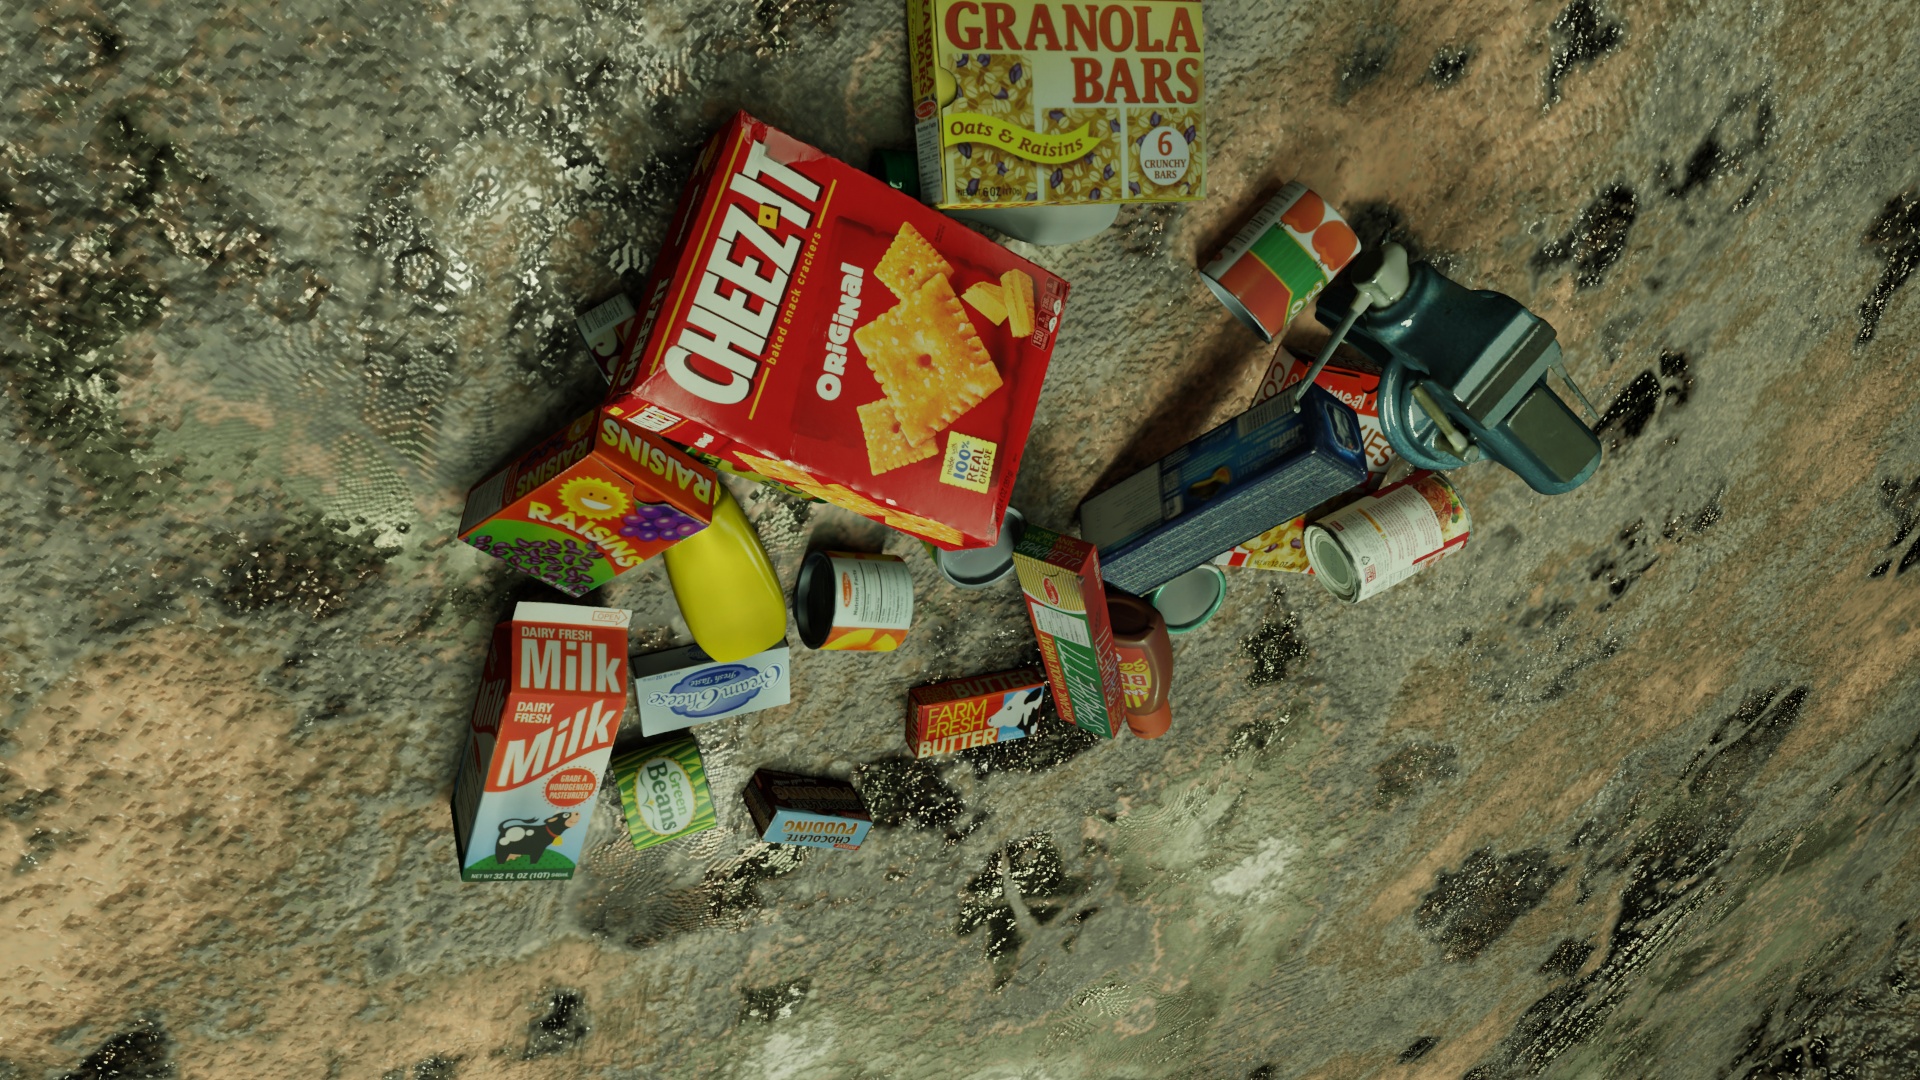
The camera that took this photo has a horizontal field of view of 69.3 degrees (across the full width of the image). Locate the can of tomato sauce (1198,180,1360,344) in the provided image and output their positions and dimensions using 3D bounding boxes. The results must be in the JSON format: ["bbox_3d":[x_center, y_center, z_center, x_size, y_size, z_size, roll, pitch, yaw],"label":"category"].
[{"bbox_3d":[0.210,-0.181,0.907,0.083,0.071,0.071,-46,130,7],"label":"can of tomato sauce"}]

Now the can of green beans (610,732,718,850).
[{"bbox_3d":[-0.201,0.170,0.943,0.058,0.071,0.071,-15,127,-16],"label":"can of green beans"}]

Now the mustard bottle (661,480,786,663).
[{"bbox_3d":[-0.155,0.004,0.863,0.065,0.049,0.159,-21,128,-10],"label":"mustard bottle"}]

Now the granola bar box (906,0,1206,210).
[{"bbox_3d":[0.057,-0.249,0.772,0.166,0.039,0.124,-8,100,-22],"label":"granola bar box"}]

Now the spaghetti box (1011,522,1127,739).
[{"bbox_3d":[0.081,0.071,0.983,0.029,0.050,0.249,-59,154,-24],"label":"spaghetti box"}]

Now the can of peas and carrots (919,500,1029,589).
[{"bbox_3d":[0.003,-0.012,0.925,0.071,0.059,0.070,-13,126,-18],"label":"can of peas and carrots"}]

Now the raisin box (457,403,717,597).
[{"bbox_3d":[-0.211,-0.019,0.788,0.123,0.040,0.086,-25,137,31],"label":"raisin box"}]

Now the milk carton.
[{"bbox_3d":[-0.263,0.119,0.872,0.072,0.074,0.189,6,118,-30],"label":"milk carton"}]

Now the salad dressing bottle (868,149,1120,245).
[{"bbox_3d":[0.020,-0.206,0.811,0.148,0.044,0.064,-3,119,-24],"label":"salad dressing bottle"}]

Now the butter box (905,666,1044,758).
[{"bbox_3d":[0.011,0.130,1.049,0.104,0.024,0.052,-8,126,-22],"label":"butter box"}]

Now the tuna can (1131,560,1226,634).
[{"bbox_3d":[0.166,0.038,1.059,0.071,0.033,0.070,-13,126,-18],"label":"tuna can"}]

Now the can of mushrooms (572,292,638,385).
[{"bbox_3d":[-0.180,-0.099,0.767,0.033,0.071,0.070,-32,130,-5],"label":"can of mushrooms"}]

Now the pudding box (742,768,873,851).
[{"bbox_3d":[-0.112,0.198,1.018,0.084,0.050,0.030,16,112,-34],"label":"pudding box"}]

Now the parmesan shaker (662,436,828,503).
[{"bbox_3d":[-0.113,-0.068,0.822,0.103,0.071,0.071,19,112,-35],"label":"parmesan shaker"}]

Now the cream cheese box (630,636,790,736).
[{"bbox_3d":[-0.167,0.095,0.936,0.104,0.024,0.053,-12,128,-19],"label":"cream cheese box"}]

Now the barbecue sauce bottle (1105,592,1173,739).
[{"bbox_3d":[0.135,0.100,1.070,0.044,0.065,0.148,-57,147,-27],"label":"barbecue sauce bottle"}]

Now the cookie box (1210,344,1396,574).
[{"bbox_3d":[0.260,-0.056,1.036,0.123,0.040,0.166,6,118,-30],"label":"cookie box"}]

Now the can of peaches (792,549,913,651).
[{"bbox_3d":[-0.072,0.040,0.921,0.058,0.071,0.071,4,120,-29],"label":"can of peaches"}]
